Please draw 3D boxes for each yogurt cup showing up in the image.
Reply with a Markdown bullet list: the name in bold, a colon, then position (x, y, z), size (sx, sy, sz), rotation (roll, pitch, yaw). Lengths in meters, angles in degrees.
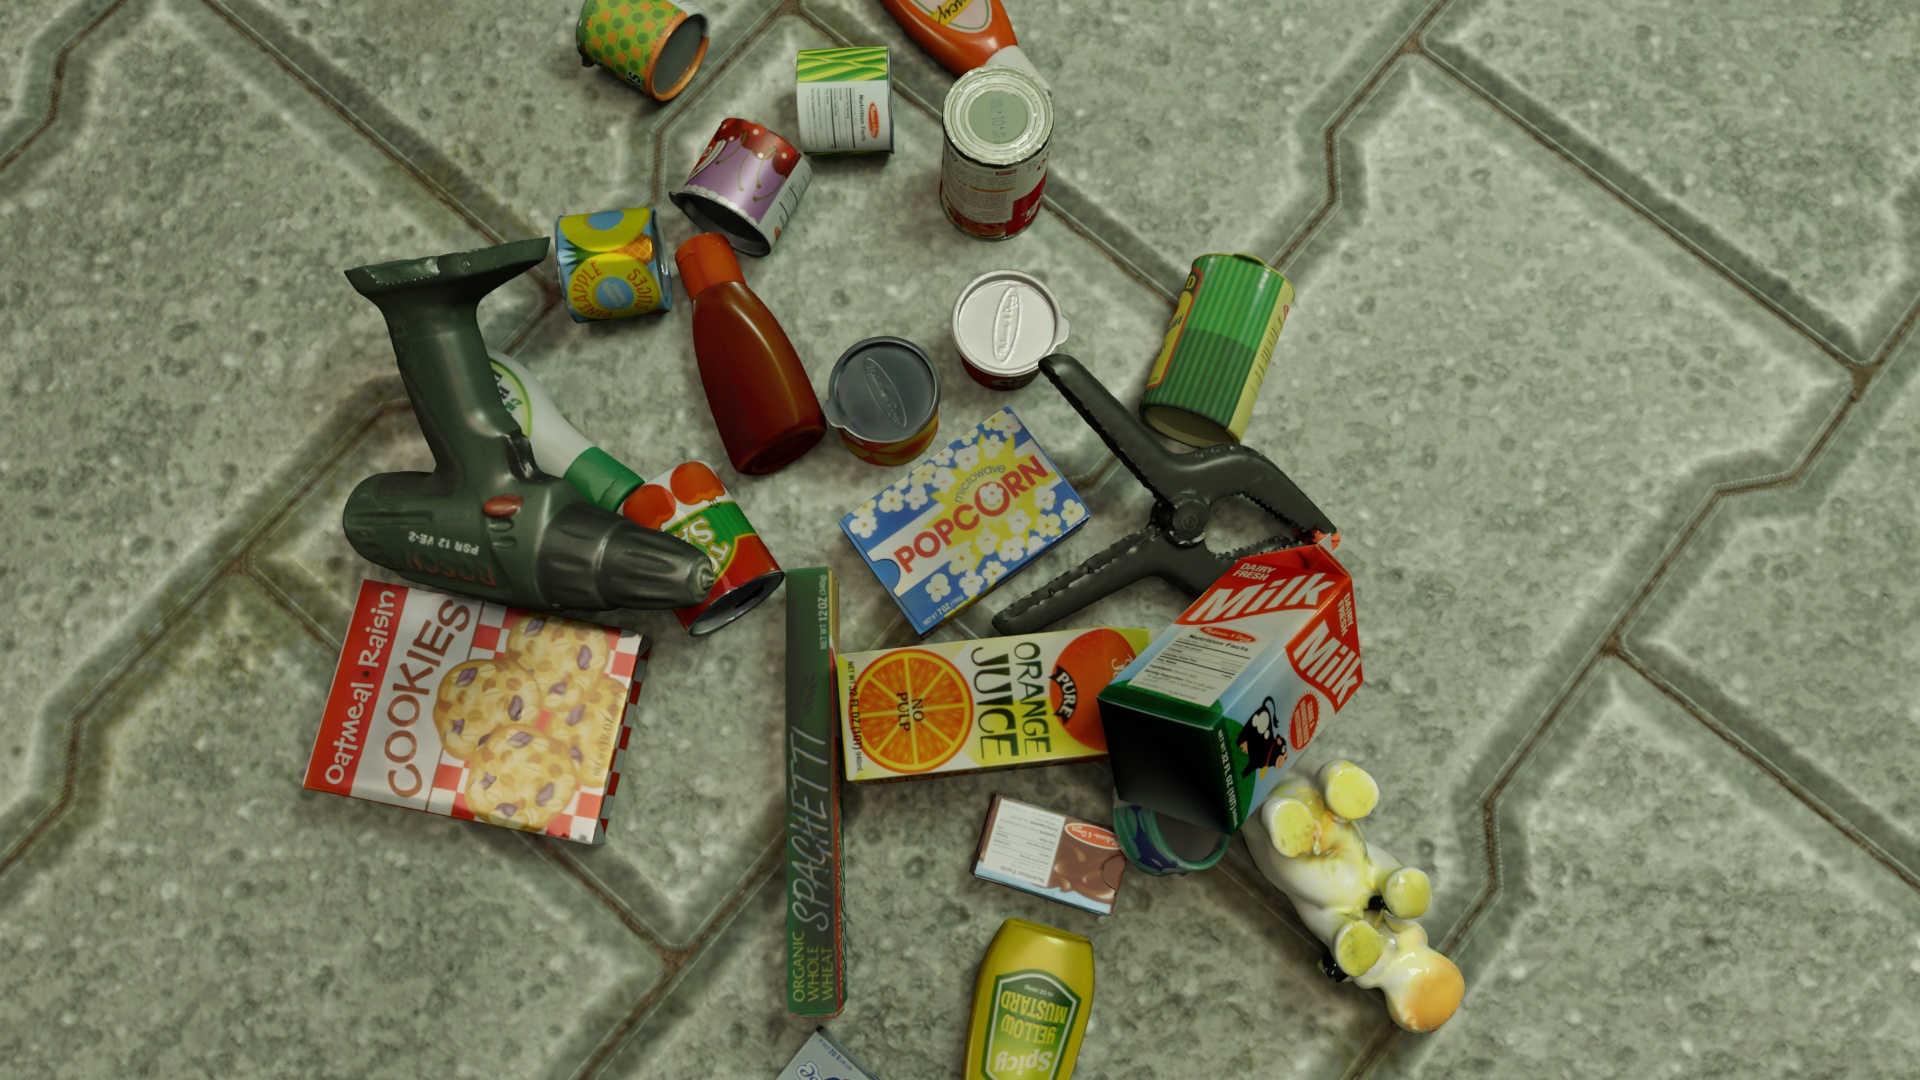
- **yogurt cup**: position (0.027, -0.125, 0.853), size (0.072, 0.054, 0.072), rotation (0, 78, -1)

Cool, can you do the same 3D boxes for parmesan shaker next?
- **parmesan shaker**: position (0.155, -0.115, 0.844), size (0.071, 0.071, 0.103), rotation (21, 78, 4)

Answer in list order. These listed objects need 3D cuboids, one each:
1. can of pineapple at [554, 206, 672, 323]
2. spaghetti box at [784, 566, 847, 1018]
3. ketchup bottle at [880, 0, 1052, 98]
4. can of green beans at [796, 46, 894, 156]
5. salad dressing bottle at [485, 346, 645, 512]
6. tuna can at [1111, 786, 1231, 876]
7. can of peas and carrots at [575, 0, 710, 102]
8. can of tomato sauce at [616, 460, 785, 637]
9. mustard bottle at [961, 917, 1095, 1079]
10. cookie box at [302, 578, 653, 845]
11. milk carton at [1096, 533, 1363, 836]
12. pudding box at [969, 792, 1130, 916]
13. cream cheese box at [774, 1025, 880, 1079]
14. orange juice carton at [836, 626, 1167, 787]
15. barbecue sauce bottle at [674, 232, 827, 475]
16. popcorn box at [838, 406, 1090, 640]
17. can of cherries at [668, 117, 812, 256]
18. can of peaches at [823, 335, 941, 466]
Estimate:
- **can of pineapple**: position (-0.211, -0.168, 0.850), size (0.058, 0.071, 0.071), rotation (-8, 78, -3)
- **spaghetti box**: position (-0.083, 0.141, 0.794), size (0.029, 0.050, 0.250), rotation (-2, 78, 0)
- **ketchup bottle**: position (0.002, -0.336, 0.905), size (0.065, 0.043, 0.149), rotation (-35, 81, -8)
- **can of green beans**: position (-0.072, -0.277, 0.878), size (0.058, 0.071, 0.071), rotation (-2, 78, -1)
- **salad dressing bottle**: position (-0.259, -0.063, 0.838), size (0.148, 0.044, 0.064), rotation (34, 87, 6)
- **tuna can**: position (0.122, 0.158, 0.787), size (0.071, 0.032, 0.071), rotation (14, 66, -33)
- **can of peas and carrots**: position (-0.203, -0.321, 0.887), size (0.059, 0.071, 0.071), rotation (32, 79, 5)
- **can of tomato sauce**: position (-0.154, 0.004, 0.812), size (0.071, 0.071, 0.083), rotation (-33, 80, -8)
- **mustard bottle**: position (0.031, 0.293, 0.762), size (0.065, 0.048, 0.160), rotation (13, 77, 3)
- **cookie box**: position (-0.276, 0.099, 0.805), size (0.167, 0.040, 0.123), rotation (11, 77, 0)
- **milk carton**: position (0.164, 0.071, 0.769), size (0.191, 0.073, 0.072), rotation (-38, 125, -37)
- **pudding box**: position (0.052, 0.180, 0.798), size (0.084, 0.030, 0.050), rotation (16, 77, 2)
- **cream cheese box**: position (-0.057, 0.324, 0.767), size (0.104, 0.024, 0.053), rotation (40, 81, 7)
- **orange juice carton**: position (0.029, 0.094, 0.794), size (0.193, 0.073, 0.072), rotation (-6, 78, -3)
- **barbecue sauce bottle**: position (-0.134, -0.117, 0.849), size (0.064, 0.044, 0.149), rotation (-32, 72, 28)
- **popcorn box**: position (0.003, -0.010, 0.835), size (0.127, 0.038, 0.085), rotation (-35, 82, -8)
- **can of cherries**: position (-0.136, -0.221, 0.863), size (0.071, 0.071, 0.058), rotation (27, 79, 5)
- **can of peaches**: position (-0.047, -0.082, 0.840), size (0.071, 0.058, 0.071), rotation (0, 79, -1)
